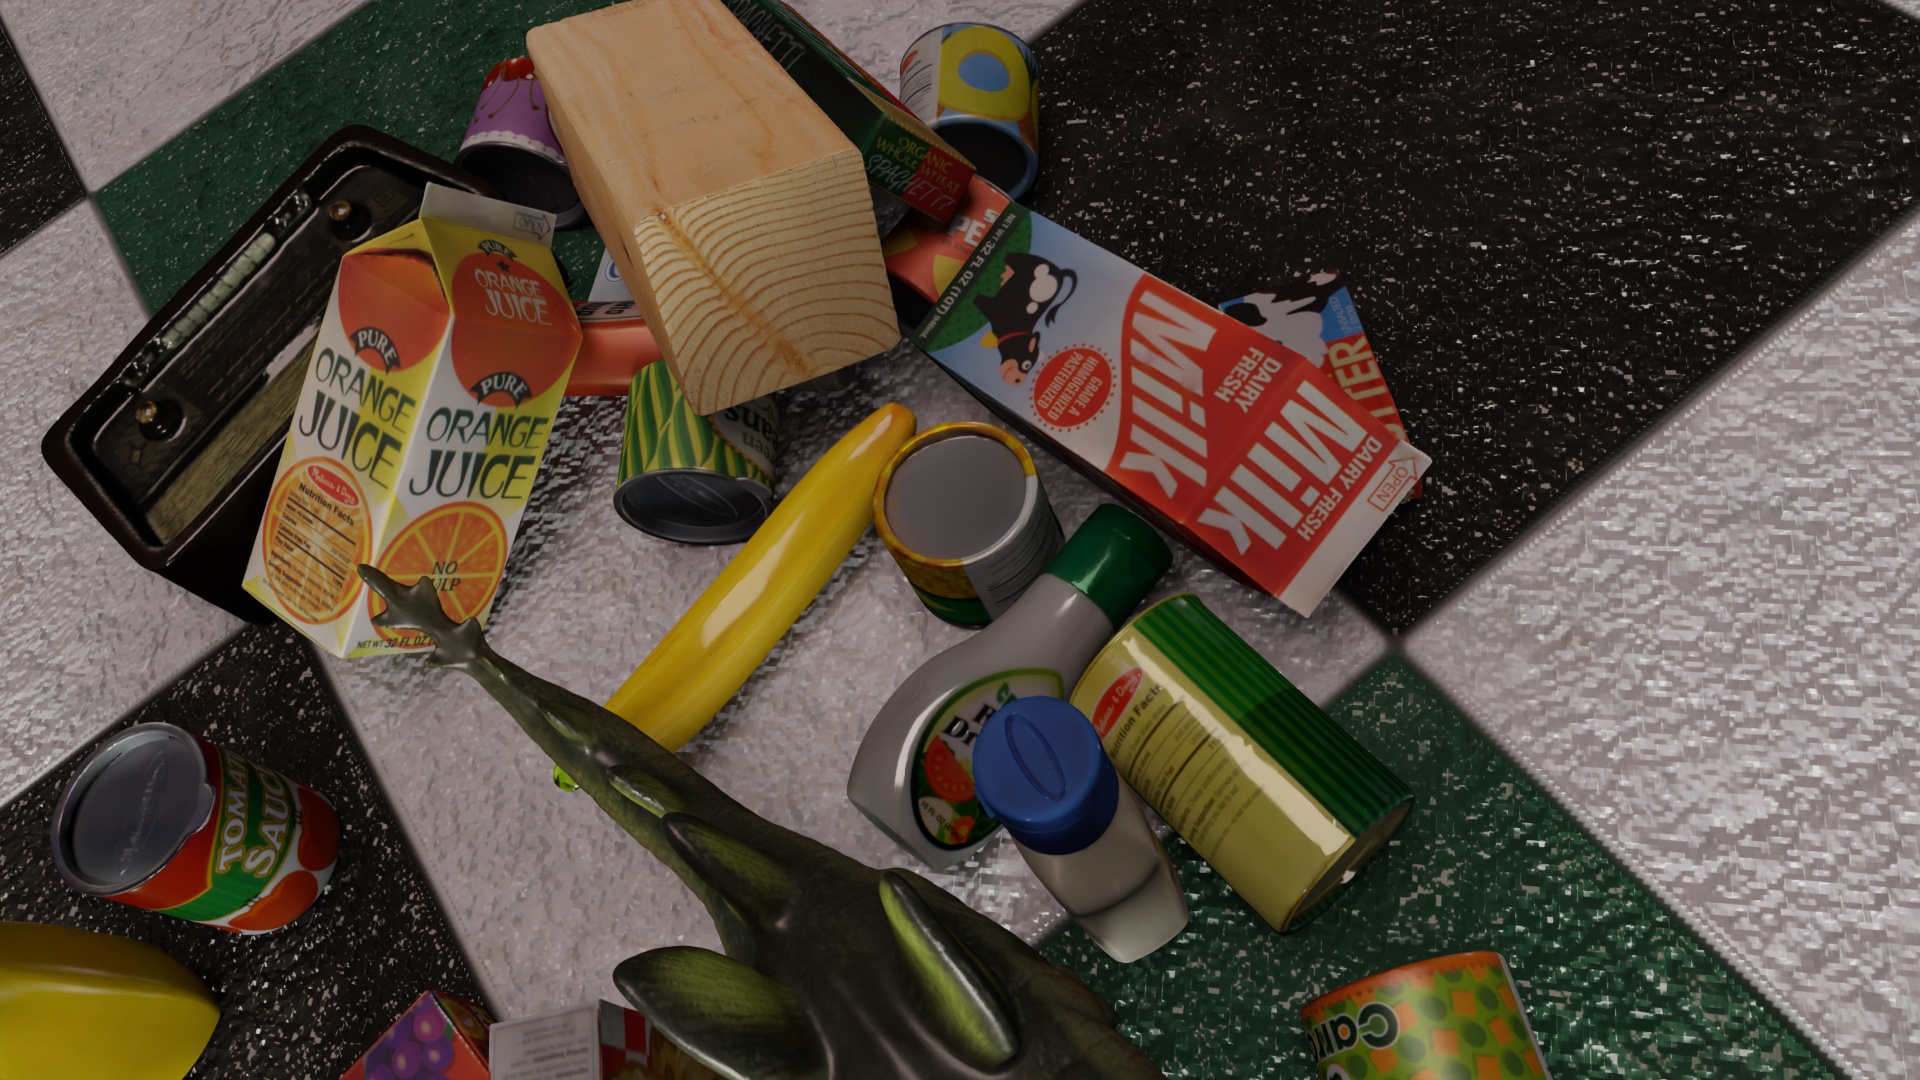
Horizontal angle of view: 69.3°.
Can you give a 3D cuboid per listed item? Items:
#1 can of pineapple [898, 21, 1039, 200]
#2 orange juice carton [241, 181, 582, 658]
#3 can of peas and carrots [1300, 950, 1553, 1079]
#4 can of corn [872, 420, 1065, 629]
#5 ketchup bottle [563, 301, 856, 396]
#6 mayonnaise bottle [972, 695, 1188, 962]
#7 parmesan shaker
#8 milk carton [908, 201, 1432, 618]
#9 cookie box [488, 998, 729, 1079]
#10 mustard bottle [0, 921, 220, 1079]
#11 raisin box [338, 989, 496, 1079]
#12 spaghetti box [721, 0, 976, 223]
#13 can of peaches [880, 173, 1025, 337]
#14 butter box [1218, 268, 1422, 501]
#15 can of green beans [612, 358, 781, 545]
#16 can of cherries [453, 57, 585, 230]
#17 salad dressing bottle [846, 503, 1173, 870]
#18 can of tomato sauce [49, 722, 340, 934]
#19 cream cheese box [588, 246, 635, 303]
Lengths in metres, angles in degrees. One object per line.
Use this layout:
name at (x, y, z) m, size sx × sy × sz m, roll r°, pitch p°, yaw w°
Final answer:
can of pineapple at (0.005, -0.194, 0.643) m, size 0.071 × 0.070 × 0.058 m, roll -5°, pitch 63°, yaw 13°
orange juice carton at (-0.224, -0.052, 0.583) m, size 0.073 × 0.072 × 0.192 m, roll 27°, pitch 102°, yaw 25°
can of peas and carrots at (0.141, 0.163, 0.419) m, size 0.071 × 0.070 × 0.059 m, roll -17°, pitch 60°, yaw 6°
can of corn at (0.002, -0.007, 0.551) m, size 0.071 × 0.058 × 0.071 m, roll -6°, pitch 62°, yaw 12°
ketchup bottle at (-0.123, -0.086, 0.627) m, size 0.149 × 0.065 × 0.043 m, roll 2°, pitch 105°, yaw 13°
mayonnaise bottle at (0.038, 0.090, 0.439) m, size 0.041 × 0.147 × 0.065 m, roll -32°, pitch 60°, yaw -2°
parmesan shaker at (0.094, 0.078, 0.480) m, size 0.071 × 0.071 × 0.103 m, roll -42°, pitch 62°, yaw -7°
milk carton at (0.077, -0.049, 0.523) m, size 0.191 × 0.073 × 0.072 m, roll 39°, pitch 92°, yaw 35°
cookie box at (-0.093, 0.235, 0.415) m, size 0.040 × 0.122 × 0.168 m, roll -15°, pitch 61°, yaw 9°
mustard bottle at (-0.344, 0.167, 0.498) m, size 0.049 × 0.159 × 0.065 m, roll 26°, pitch 72°, yaw 27°
raisin box at (-0.177, 0.234, 0.487) m, size 0.123 × 0.040 × 0.086 m, roll 38°, pitch 79°, yaw 29°
spaghetti box at (-0.067, -0.213, 0.638) m, size 0.028 × 0.050 × 0.251 m, roll -55°, pitch 40°, yaw 17°
can of peaches at (-0.001, -0.117, 0.602) m, size 0.071 × 0.071 × 0.058 m, roll 34°, pitch 78°, yaw 27°
butter box at (0.143, -0.057, 0.557) m, size 0.053 × 0.024 × 0.104 m, roll -17°, pitch 60°, yaw 7°
can of green beans at (-0.111, -0.038, 0.594) m, size 0.071 × 0.071 × 0.058 m, roll -6°, pitch 62°, yaw 13°
can of cherries at (-0.213, -0.201, 0.706) m, size 0.071 × 0.071 × 0.058 m, roll 1°, pitch 63°, yaw 16°
salad dressing bottle at (0.021, 0.051, 0.515) m, size 0.148 × 0.064 × 0.044 m, roll -50°, pitch 27°, yaw -15°
can of tomato sauce at (-0.301, 0.117, 0.556) m, size 0.071 × 0.082 × 0.071 m, roll -6°, pitch 62°, yaw 12°
cream cheese box at (-0.123, -0.130, 0.668) m, size 0.104 × 0.024 × 0.053 m, roll 0°, pitch 62°, yaw 15°
